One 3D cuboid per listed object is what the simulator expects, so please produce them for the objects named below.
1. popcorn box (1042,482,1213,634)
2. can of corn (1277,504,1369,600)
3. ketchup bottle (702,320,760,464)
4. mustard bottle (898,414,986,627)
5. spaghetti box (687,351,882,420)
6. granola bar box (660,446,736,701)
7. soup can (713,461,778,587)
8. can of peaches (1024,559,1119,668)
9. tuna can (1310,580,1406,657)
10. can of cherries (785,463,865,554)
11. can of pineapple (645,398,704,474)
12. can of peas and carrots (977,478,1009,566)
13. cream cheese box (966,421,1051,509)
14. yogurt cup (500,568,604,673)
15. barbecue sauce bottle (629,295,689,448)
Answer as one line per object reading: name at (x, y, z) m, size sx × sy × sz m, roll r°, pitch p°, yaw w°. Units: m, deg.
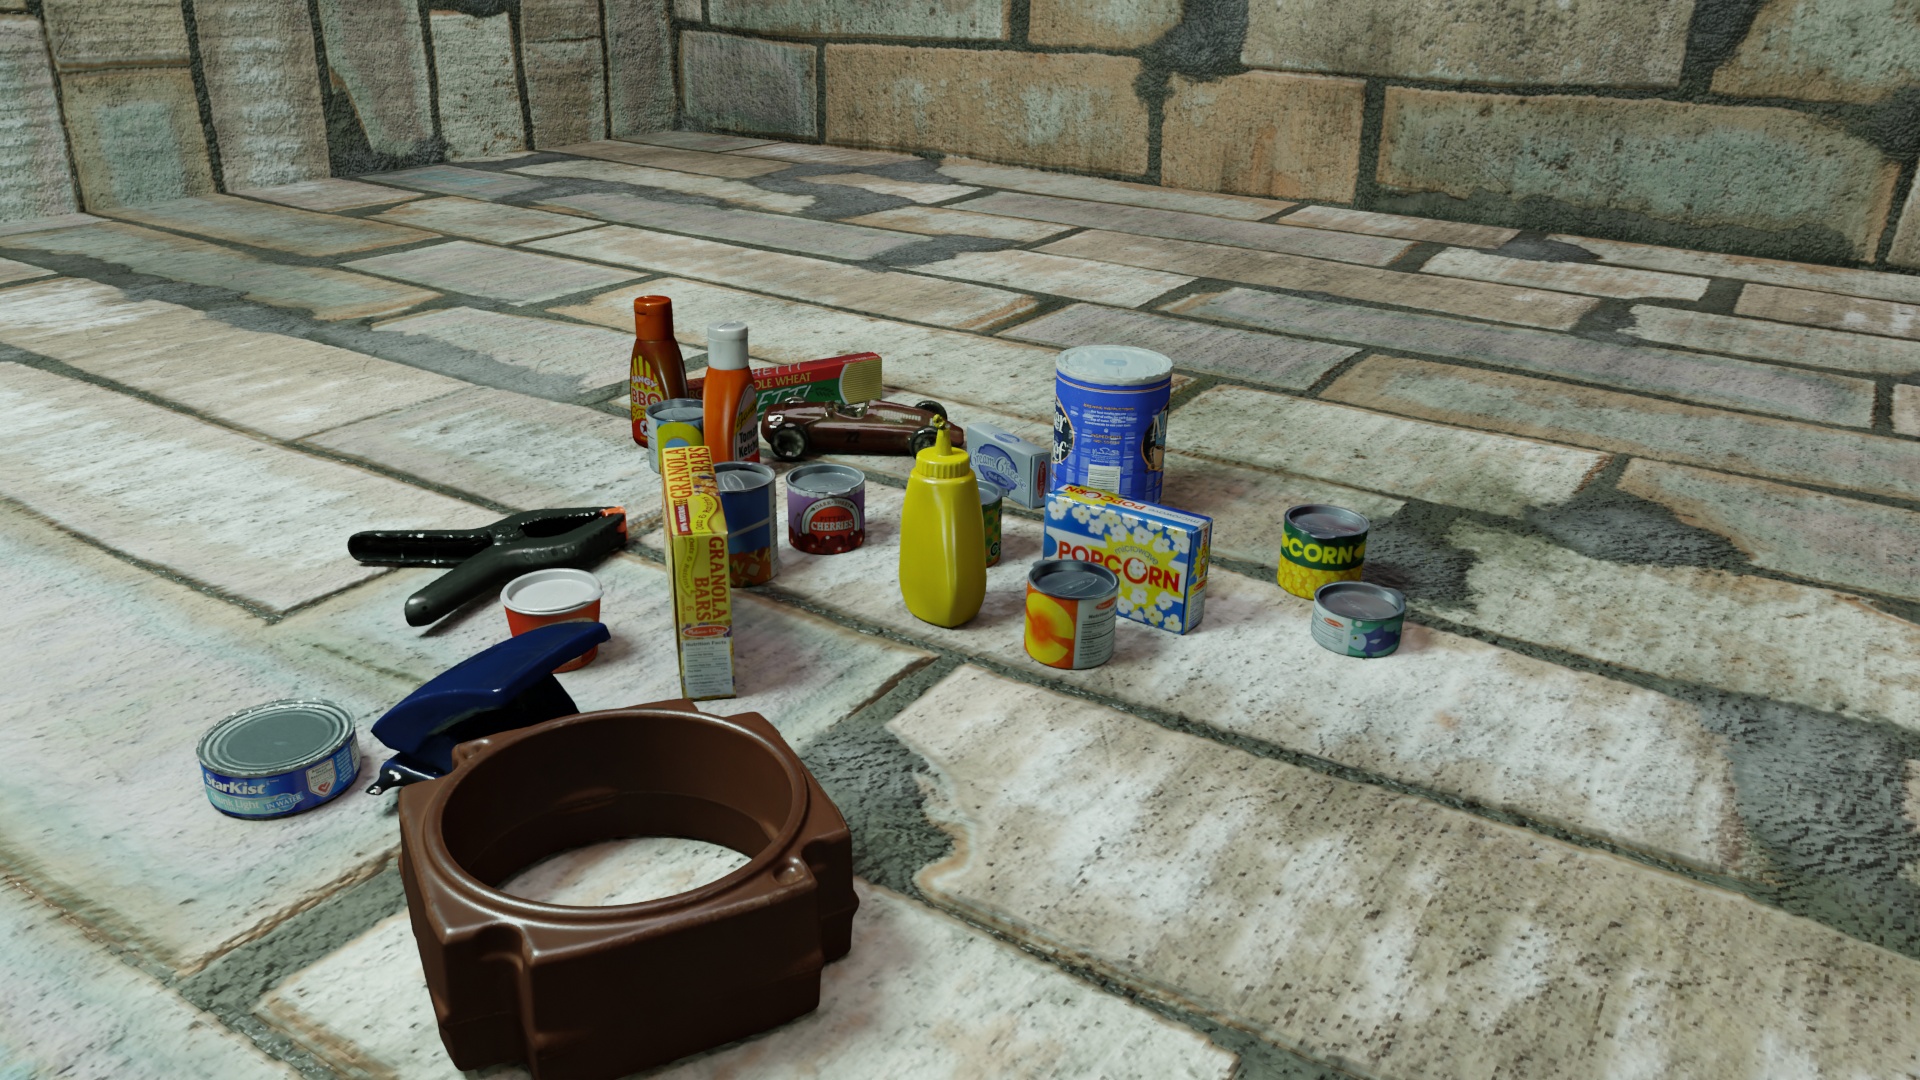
popcorn box at (0.126, 0.012, 1.063) m, size 0.127 × 0.085 × 0.038 m, roll 16°, pitch 27°, yaw 31°
can of corn at (0.289, 0.011, 1.110) m, size 0.071 × 0.058 × 0.071 m, roll 1°, pitch 23°, yaw 0°
ketchup bottle at (-0.213, -0.127, 1.283) m, size 0.043 × 0.148 × 0.065 m, roll 9°, pitch 24°, yaw 17°
mustard bottle at (-0.012, -0.017, 1.028) m, size 0.065 × 0.159 × 0.049 m, roll 21°, pitch 30°, yaw 38°
spaghetti box at (-0.196, -0.159, 1.480) m, size 0.251 × 0.050 × 0.029 m, roll -14°, pitch 28°, yaw -31°
granola bar box at (-0.187, 0.019, 0.980) m, size 0.039 × 0.123 × 0.166 m, roll -4°, pitch 24°, yaw -13°
soup can at (-0.181, -0.013, 1.104) m, size 0.071 × 0.083 × 0.071 m, roll 1°, pitch 23°, yaw 0°
can of peaches at (0.078, 0.052, 1.002) m, size 0.071 × 0.057 × 0.071 m, roll 1°, pitch 23°, yaw 0°
tuna can at (0.297, 0.058, 1.033) m, size 0.071 × 0.032 × 0.071 m, roll 1°, pitch 23°, yaw 0°
can of cherries at (-0.113, -0.026, 1.170) m, size 0.071 × 0.058 × 0.072 m, roll 1°, pitch 23°, yaw 0°
can of pineapple at (-0.264, -0.099, 1.329) m, size 0.071 × 0.057 × 0.071 m, roll 1°, pitch 23°, yaw 0°
can of peas and carrots at (0.004, -0.014, 1.150) m, size 0.071 × 0.058 × 0.071 m, roll 1°, pitch 23°, yaw 0°
cream cheese box at (0.043, -0.071, 1.288) m, size 0.024 × 0.053 × 0.104 m, roll -14°, pitch 28°, yaw -32°
yogurt cup at (-0.284, 0.057, 0.974) m, size 0.072 × 0.053 × 0.073 m, roll 1°, pitch 23°, yaw 0°
barbecue sauce bottle at (-0.298, -0.165, 1.365) m, size 0.065 × 0.147 × 0.044 m, roll 17°, pitch 27°, yaw 32°
